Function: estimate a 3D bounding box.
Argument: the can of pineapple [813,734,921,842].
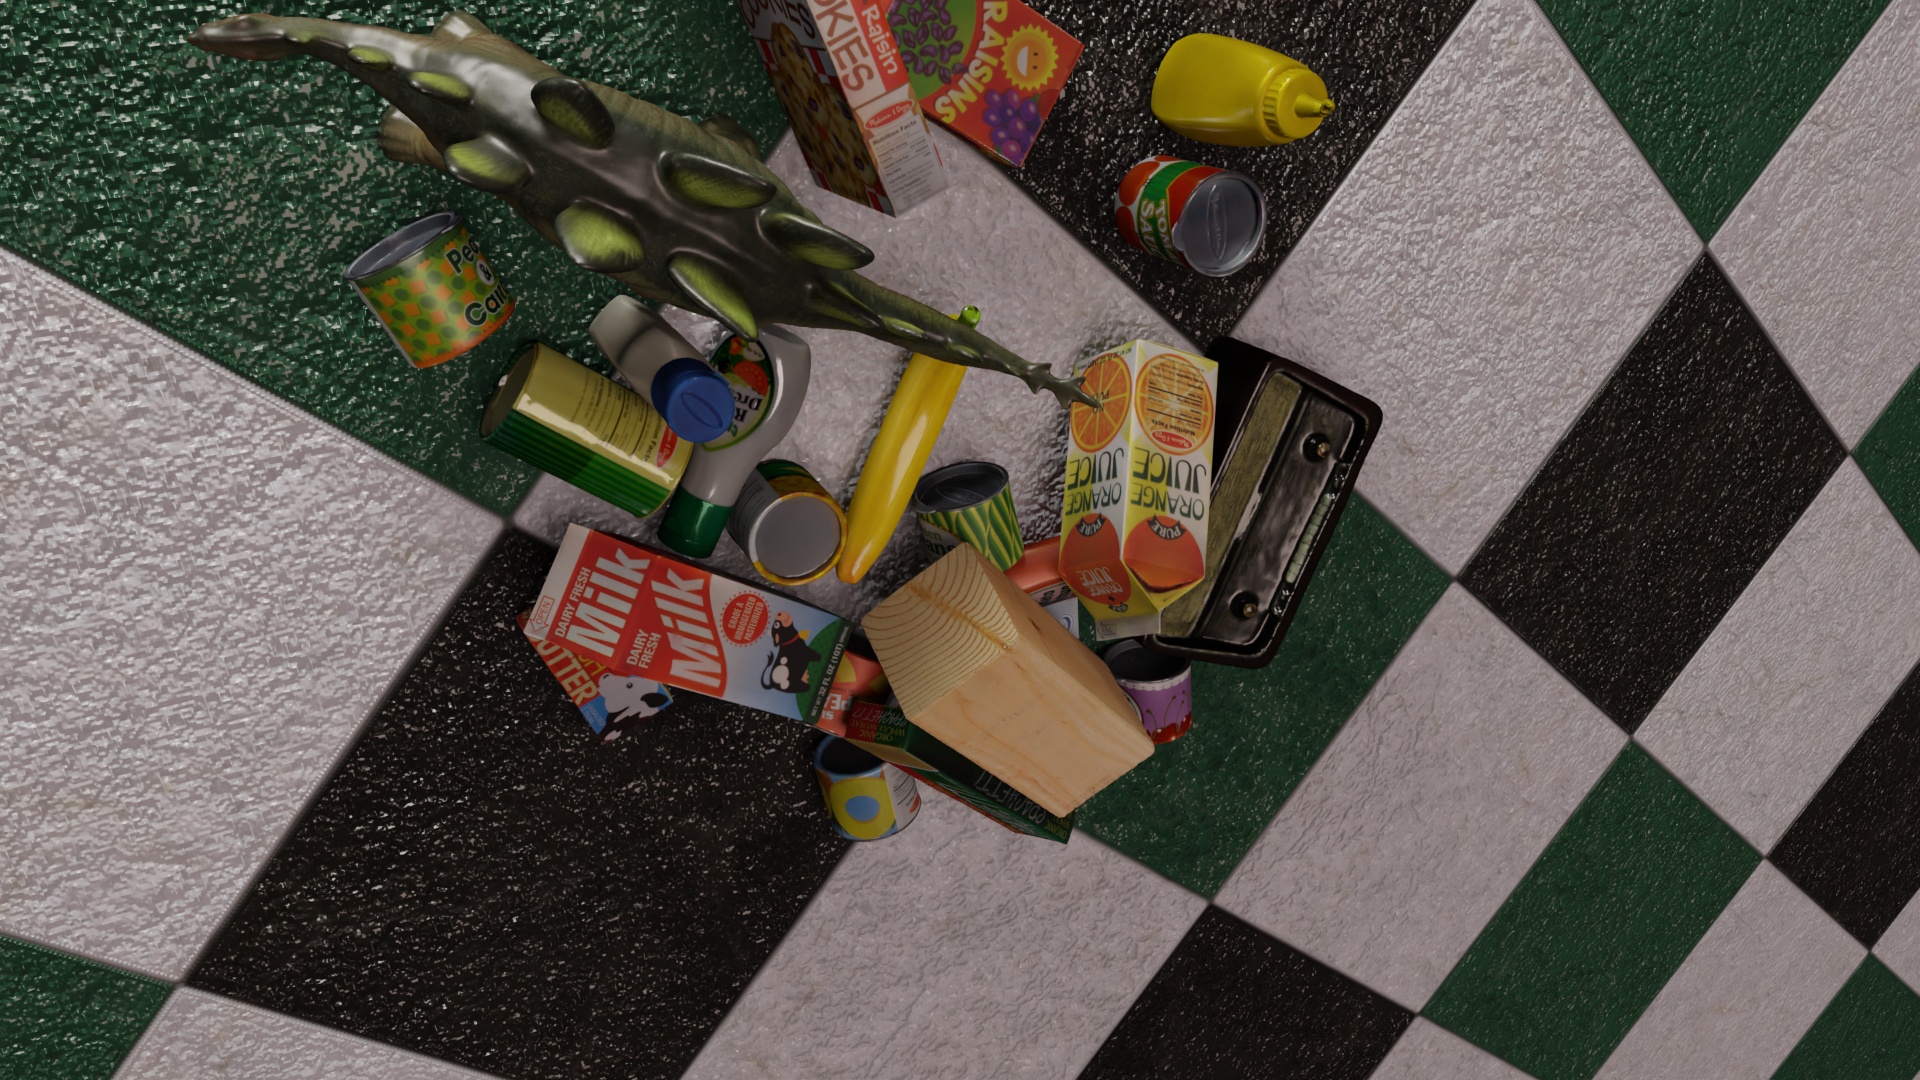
[{"bbox_3d":[-0.067,0.168,0.976,0.071,0.071,0.057,-21,118,-17],"label":"can of pineapple"}]

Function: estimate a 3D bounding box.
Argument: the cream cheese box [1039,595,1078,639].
[{"bbox_3d":[0.036,0.072,1.011,0.104,0.024,0.053,-16,119,-20],"label":"cream cheese box"}]

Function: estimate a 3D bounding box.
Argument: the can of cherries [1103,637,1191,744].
[{"bbox_3d":[0.140,0.114,1.055,0.072,0.071,0.058,-16,119,-20],"label":"can of cherries"}]

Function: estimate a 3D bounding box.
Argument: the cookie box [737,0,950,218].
[{"bbox_3d":[-0.074,-0.267,0.752,0.040,0.123,0.166,-31,121,-12],"label":"cookie box"}]

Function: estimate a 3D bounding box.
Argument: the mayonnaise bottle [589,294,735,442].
[{"bbox_3d":[-0.162,-0.093,0.767,0.041,0.148,0.064,-47,123,-1],"label":"mayonnaise bottle"}]

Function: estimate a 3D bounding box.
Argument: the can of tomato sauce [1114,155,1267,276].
[{"bbox_3d":[0.147,-0.213,0.909,0.071,0.083,0.071,-10,115,-22],"label":"can of tomato sauce"}]

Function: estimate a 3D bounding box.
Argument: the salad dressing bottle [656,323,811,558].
[{"bbox_3d":[-0.140,-0.061,0.845,0.044,0.064,0.147,-2,120,-64],"label":"salad dressing bottle"}]

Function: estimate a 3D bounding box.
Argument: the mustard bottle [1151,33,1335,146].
[{"bbox_3d":[0.179,-0.272,0.854,0.049,0.160,0.065,10,108,-31],"label":"mustard bottle"}]

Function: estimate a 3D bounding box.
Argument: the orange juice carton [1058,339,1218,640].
[{"bbox_3d":[0.118,-0.030,0.932,0.073,0.071,0.193,12,77,-30],"label":"orange juice carton"}]

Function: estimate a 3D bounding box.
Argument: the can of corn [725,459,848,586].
[{"bbox_3d":[-0.109,-0.011,0.883,0.071,0.058,0.071,-10,116,-22],"label":"can of corn"}]

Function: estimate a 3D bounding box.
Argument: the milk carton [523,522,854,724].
[{"bbox_3d":[-0.167,0.050,0.850,0.190,0.073,0.072,24,86,-39],"label":"milk carton"}]

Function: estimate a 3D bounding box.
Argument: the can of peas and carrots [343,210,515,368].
[{"bbox_3d":[-0.279,-0.134,0.739,0.071,0.071,0.058,-34,123,-10],"label":"can of peas and carrots"}]

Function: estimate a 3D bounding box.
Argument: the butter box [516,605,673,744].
[{"bbox_3d":[-0.230,0.075,0.879,0.053,0.024,0.103,-33,122,-11],"label":"butter box"}]

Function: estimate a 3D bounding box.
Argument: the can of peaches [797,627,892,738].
[{"bbox_3d":[-0.079,0.094,0.935,0.071,0.071,0.058,19,101,-31],"label":"can of peaches"}]

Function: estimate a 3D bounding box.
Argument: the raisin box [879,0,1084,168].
[{"bbox_3d":[0.002,-0.290,0.830,0.123,0.040,0.086,23,99,-33],"label":"raisin box"}]

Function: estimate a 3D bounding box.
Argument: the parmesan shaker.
[{"bbox_3d":[-0.215,-0.066,0.804,0.103,0.071,0.071,29,96,-32],"label":"parmesan shaker"}]

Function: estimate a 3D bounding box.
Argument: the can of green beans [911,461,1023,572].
[{"bbox_3d":[0.005,-0.013,0.934,0.071,0.071,0.057,-22,120,-16],"label":"can of green beans"}]

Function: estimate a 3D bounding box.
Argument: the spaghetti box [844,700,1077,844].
[{"bbox_3d":[0.008,0.167,0.977,0.249,0.050,0.029,41,62,-51],"label":"spaghetti box"}]

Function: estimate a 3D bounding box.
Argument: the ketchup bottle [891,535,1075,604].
[{"bbox_3d":[0.027,0.030,0.969,0.149,0.064,0.043,-14,76,-17],"label":"ketchup bottle"}]
